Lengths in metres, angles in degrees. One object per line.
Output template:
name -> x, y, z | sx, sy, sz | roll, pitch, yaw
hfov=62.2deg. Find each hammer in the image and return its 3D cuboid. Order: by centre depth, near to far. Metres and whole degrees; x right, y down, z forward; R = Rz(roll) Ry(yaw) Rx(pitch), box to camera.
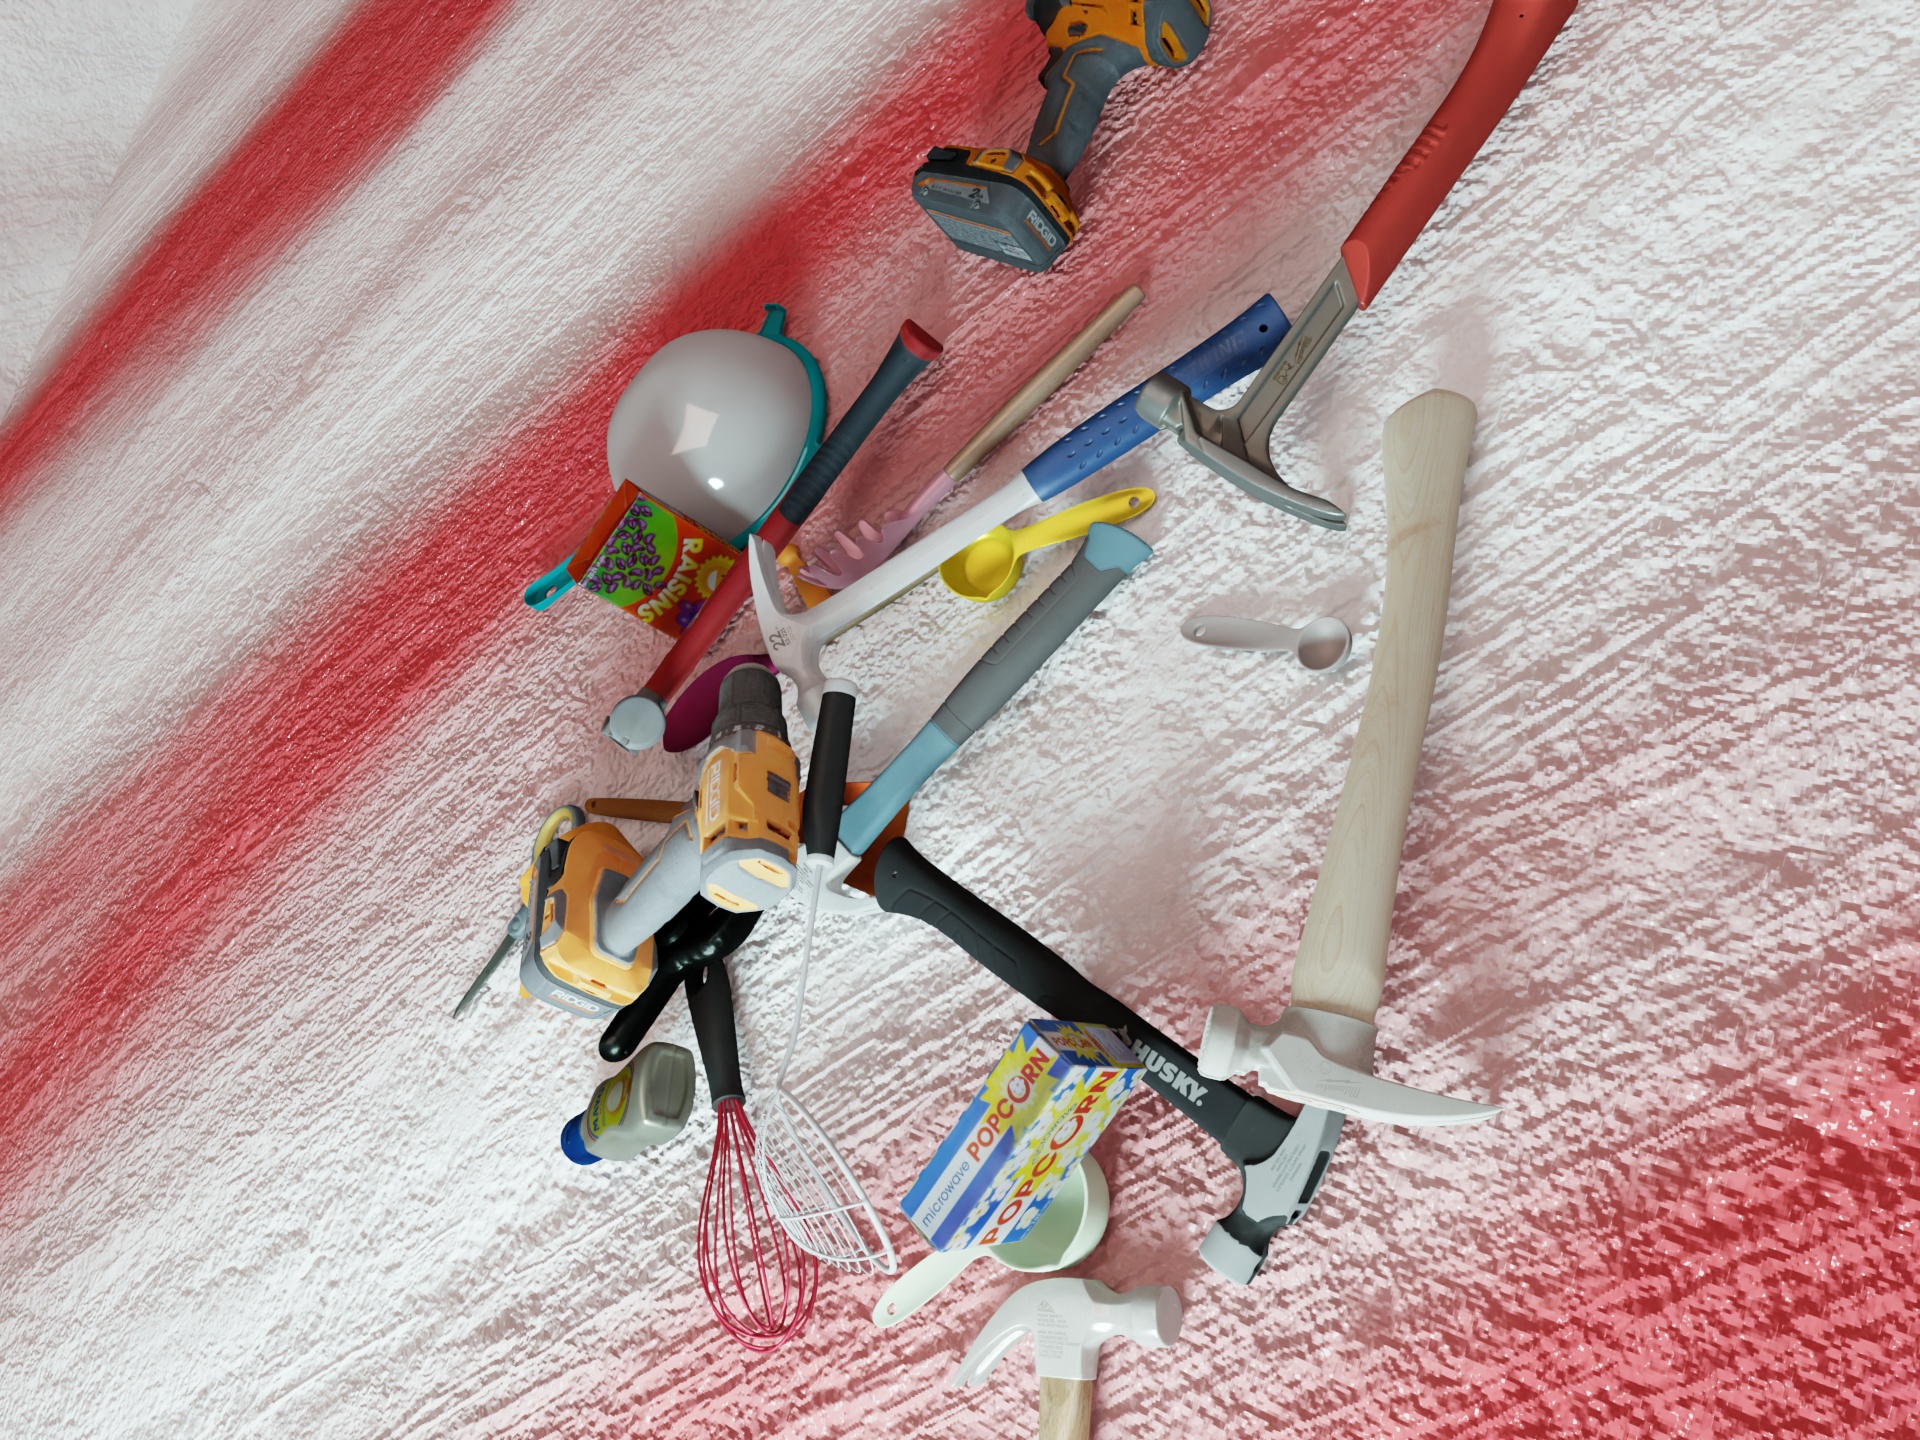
hammer -> 0.048, 0.463, 0.823 | 0.130, 0.031, 0.331 | -10, 65, 34
hammer -> 0.240, 0.006, 0.850 | 0.146, 0.038, 0.411 | 12, 71, 10
hammer -> 0.071, 0.158, 0.914 | 0.335, 0.035, 0.146 | 33, 92, 35
hammer -> 0.267, -0.293, 0.962 | 0.149, 0.036, 0.359 | 35, 89, 18
hammer -> -0.002, -0.003, 1.047 | 0.331, 0.033, 0.128 | -47, 66, 7
hammer -> 0.035, -0.154, 1.052 | 0.405, 0.035, 0.144 | -32, 74, 13
hammer -> -0.140, -0.138, 1.188 | 0.386, 0.038, 0.143 | -55, 12, -10

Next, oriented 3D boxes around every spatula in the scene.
spatula -> -0.171, 0.073, 1.168 | 0.323, 0.041, 0.081 | 1, 73, 42

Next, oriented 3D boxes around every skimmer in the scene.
skimmer -> -0.067, 0.151, 0.992 | 0.127, 0.090, 0.363 | 126, 151, -68

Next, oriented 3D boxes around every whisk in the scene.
whisk -> -0.150, 0.270, 1.046 | 0.073, 0.073, 0.296 | -37, 46, 20

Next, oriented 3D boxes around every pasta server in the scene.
pasta server -> 0.007, -0.200, 1.137 | 0.316, 0.040, 0.060 | -43, 16, 13

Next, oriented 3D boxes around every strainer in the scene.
strainer -> -0.266, -0.204, 1.311 | 0.340, 0.095, 0.211 | -34, 54, 20

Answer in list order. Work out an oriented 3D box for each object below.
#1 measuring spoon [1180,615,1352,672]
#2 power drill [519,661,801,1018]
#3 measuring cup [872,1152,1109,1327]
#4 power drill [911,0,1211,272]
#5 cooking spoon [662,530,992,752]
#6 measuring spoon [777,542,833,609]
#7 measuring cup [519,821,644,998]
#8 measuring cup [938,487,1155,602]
measuring spoon -> 0.183, -0.048, 0.954 | 0.124, 0.018, 0.034 | 12, 79, 47
power drill -> -0.192, 0.076, 1.058 | 0.226, 0.084, 0.186 | -36, 39, 28
measuring cup -> 0.017, 0.302, 0.914 | 0.167, 0.038, 0.083 | -43, 51, 18
power drill -> 0.064, -0.455, 1.177 | 0.164, 0.084, 0.226 | 31, 87, 42
cooking spoon -> -0.106, -0.061, 1.177 | 0.319, 0.017, 0.069 | -31, 45, 24
measuring spoon -> -0.117, -0.105, 1.195 | 0.021, 0.011, 0.117 | -45, 40, 8
measuring cup -> -0.291, 0.159, 1.198 | 0.052, 0.095, 0.173 | 40, 118, 27
measuring cup -> 0.060, -0.123, 1.075 | 0.156, 0.029, 0.062 | -18, 75, 17
